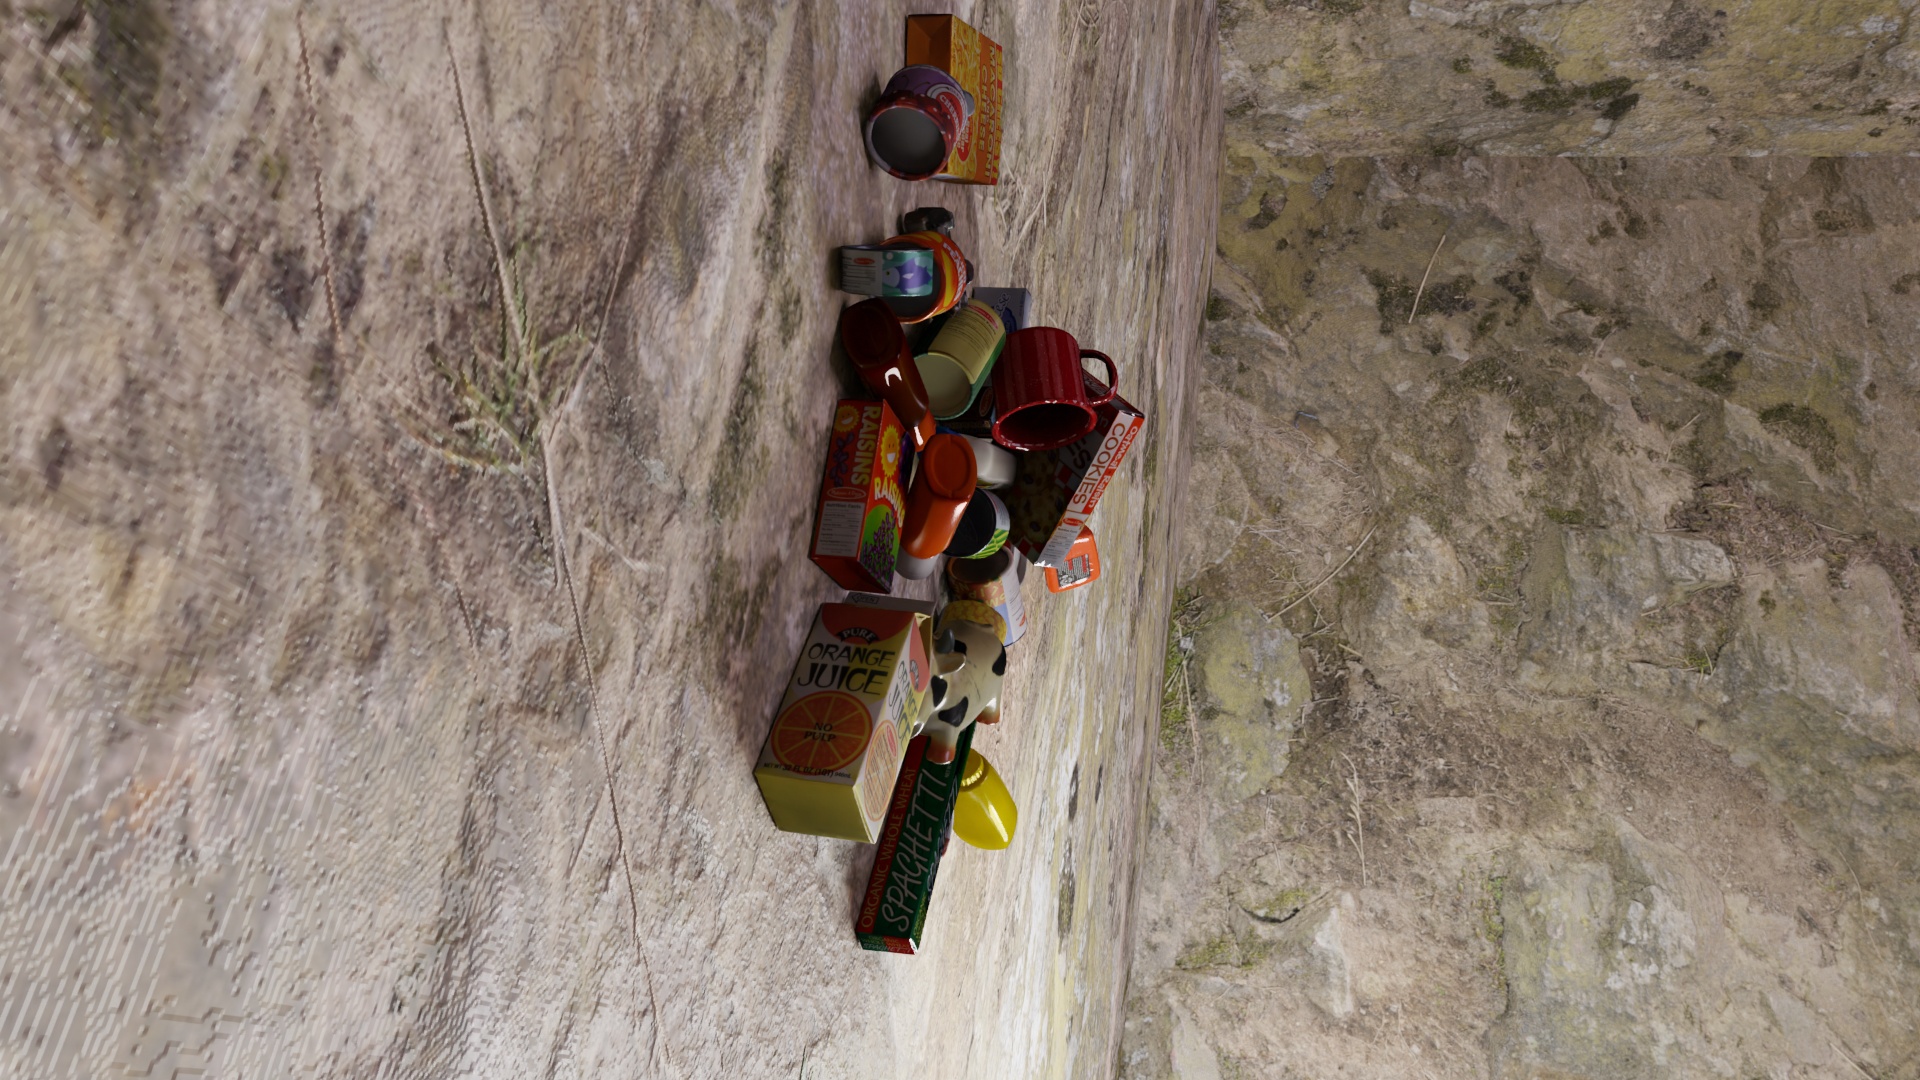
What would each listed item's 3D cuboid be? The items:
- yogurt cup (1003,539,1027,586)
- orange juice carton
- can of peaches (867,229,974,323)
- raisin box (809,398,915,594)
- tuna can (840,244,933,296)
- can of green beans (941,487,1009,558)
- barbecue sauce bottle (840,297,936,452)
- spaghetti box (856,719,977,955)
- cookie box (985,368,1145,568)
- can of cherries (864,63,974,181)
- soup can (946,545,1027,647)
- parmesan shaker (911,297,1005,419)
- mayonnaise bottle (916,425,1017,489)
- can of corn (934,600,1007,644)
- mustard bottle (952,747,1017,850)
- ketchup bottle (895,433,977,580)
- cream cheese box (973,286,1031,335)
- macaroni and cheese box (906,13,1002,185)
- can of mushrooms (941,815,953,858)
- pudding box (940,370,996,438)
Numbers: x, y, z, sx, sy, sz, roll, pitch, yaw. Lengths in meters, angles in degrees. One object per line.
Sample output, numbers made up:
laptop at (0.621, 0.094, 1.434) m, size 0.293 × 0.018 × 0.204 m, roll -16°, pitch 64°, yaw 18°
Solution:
yogurt cup at (0.035, 0.013, 1.386) m, size 0.072 × 0.054 × 0.072 m, roll 3°, pitch 91°, yaw -75°
orange juice carton at (-0.073, 0.110, 0.980) m, size 0.072 × 0.072 × 0.194 m, roll 79°, pitch 21°, yaw -44°
can of peaches at (-0.032, -0.201, 1.054) m, size 0.058 × 0.071 × 0.071 m, roll -42°, pitch 134°, yaw -67°
raisin box at (-0.070, -0.032, 1.019) m, size 0.086 × 0.040 × 0.124 m, roll 54°, pitch 42°, yaw -66°
tuna can at (-0.050, -0.193, 0.991) m, size 0.071 × 0.071 × 0.032 m, roll -40°, pitch 134°, yaw -69°
can of green beans at (0.007, -0.017, 1.251) m, size 0.058 × 0.071 × 0.071 m, roll 11°, pitch 83°, yaw -76°
barbecue sauce bottle at (-0.050, -0.117, 1.049) m, size 0.148 × 0.044 × 0.065 m, roll 66°, pitch 5°, yaw -62°
spaghetti box at (-0.033, 0.235, 1.203) m, size 0.028 × 0.050 × 0.251 m, roll 74°, pitch 25°, yaw -48°
cookie box at (0.085, -0.077, 1.298) m, size 0.040 × 0.123 × 0.167 m, roll 10°, pitch 116°, yaw -44°
can of cherries at (-0.030, -0.310, 1.029) m, size 0.059 × 0.071 × 0.071 m, roll -71°, pitch 159°, yaw -43°
soup can at (0.023, 0.053, 1.330) m, size 0.072 × 0.071 × 0.083 m, roll -68°, pitch 152°, yaw -49°
parmesan shaker at (-0.009, -0.155, 1.168) m, size 0.103 × 0.071 × 0.071 m, roll -63°, pitch 153°, yaw -53°
mayonnaise bottle at (0.002, -0.073, 1.236) m, size 0.148 × 0.065 × 0.041 m, roll 12°, pitch 87°, yaw -71°
can of corn at (0.009, 0.097, 1.279) m, size 0.070 × 0.071 × 0.058 m, roll 78°, pitch 21°, yaw -45°
mustard bottle at (0.013, 0.244, 1.353) m, size 0.159 × 0.065 × 0.049 m, roll 72°, pitch 30°, yaw -45°
ketchup bottle at (-0.024, -0.019, 1.093) m, size 0.148 × 0.043 × 0.065 m, roll 114°, pitch -21°, yaw -56°
cream cheese box at (0.035, -0.191, 1.335) m, size 0.024 × 0.053 × 0.104 m, roll 32°, pitch 63°, yaw -71°
macaroni and cheese box at (-0.003, -0.367, 1.175) m, size 0.167 × 0.040 × 0.123 m, roll -33°, pitch 127°, yaw -71°
can of mushrooms at (-0.030, 0.254, 1.250) m, size 0.071 × 0.033 × 0.071 m, roll 3°, pitch 91°, yaw -75°
pudding box at (0.015, -0.133, 1.282) m, size 0.030 × 0.049 × 0.084 m, roll 73°, pitch 25°, yaw -49°
